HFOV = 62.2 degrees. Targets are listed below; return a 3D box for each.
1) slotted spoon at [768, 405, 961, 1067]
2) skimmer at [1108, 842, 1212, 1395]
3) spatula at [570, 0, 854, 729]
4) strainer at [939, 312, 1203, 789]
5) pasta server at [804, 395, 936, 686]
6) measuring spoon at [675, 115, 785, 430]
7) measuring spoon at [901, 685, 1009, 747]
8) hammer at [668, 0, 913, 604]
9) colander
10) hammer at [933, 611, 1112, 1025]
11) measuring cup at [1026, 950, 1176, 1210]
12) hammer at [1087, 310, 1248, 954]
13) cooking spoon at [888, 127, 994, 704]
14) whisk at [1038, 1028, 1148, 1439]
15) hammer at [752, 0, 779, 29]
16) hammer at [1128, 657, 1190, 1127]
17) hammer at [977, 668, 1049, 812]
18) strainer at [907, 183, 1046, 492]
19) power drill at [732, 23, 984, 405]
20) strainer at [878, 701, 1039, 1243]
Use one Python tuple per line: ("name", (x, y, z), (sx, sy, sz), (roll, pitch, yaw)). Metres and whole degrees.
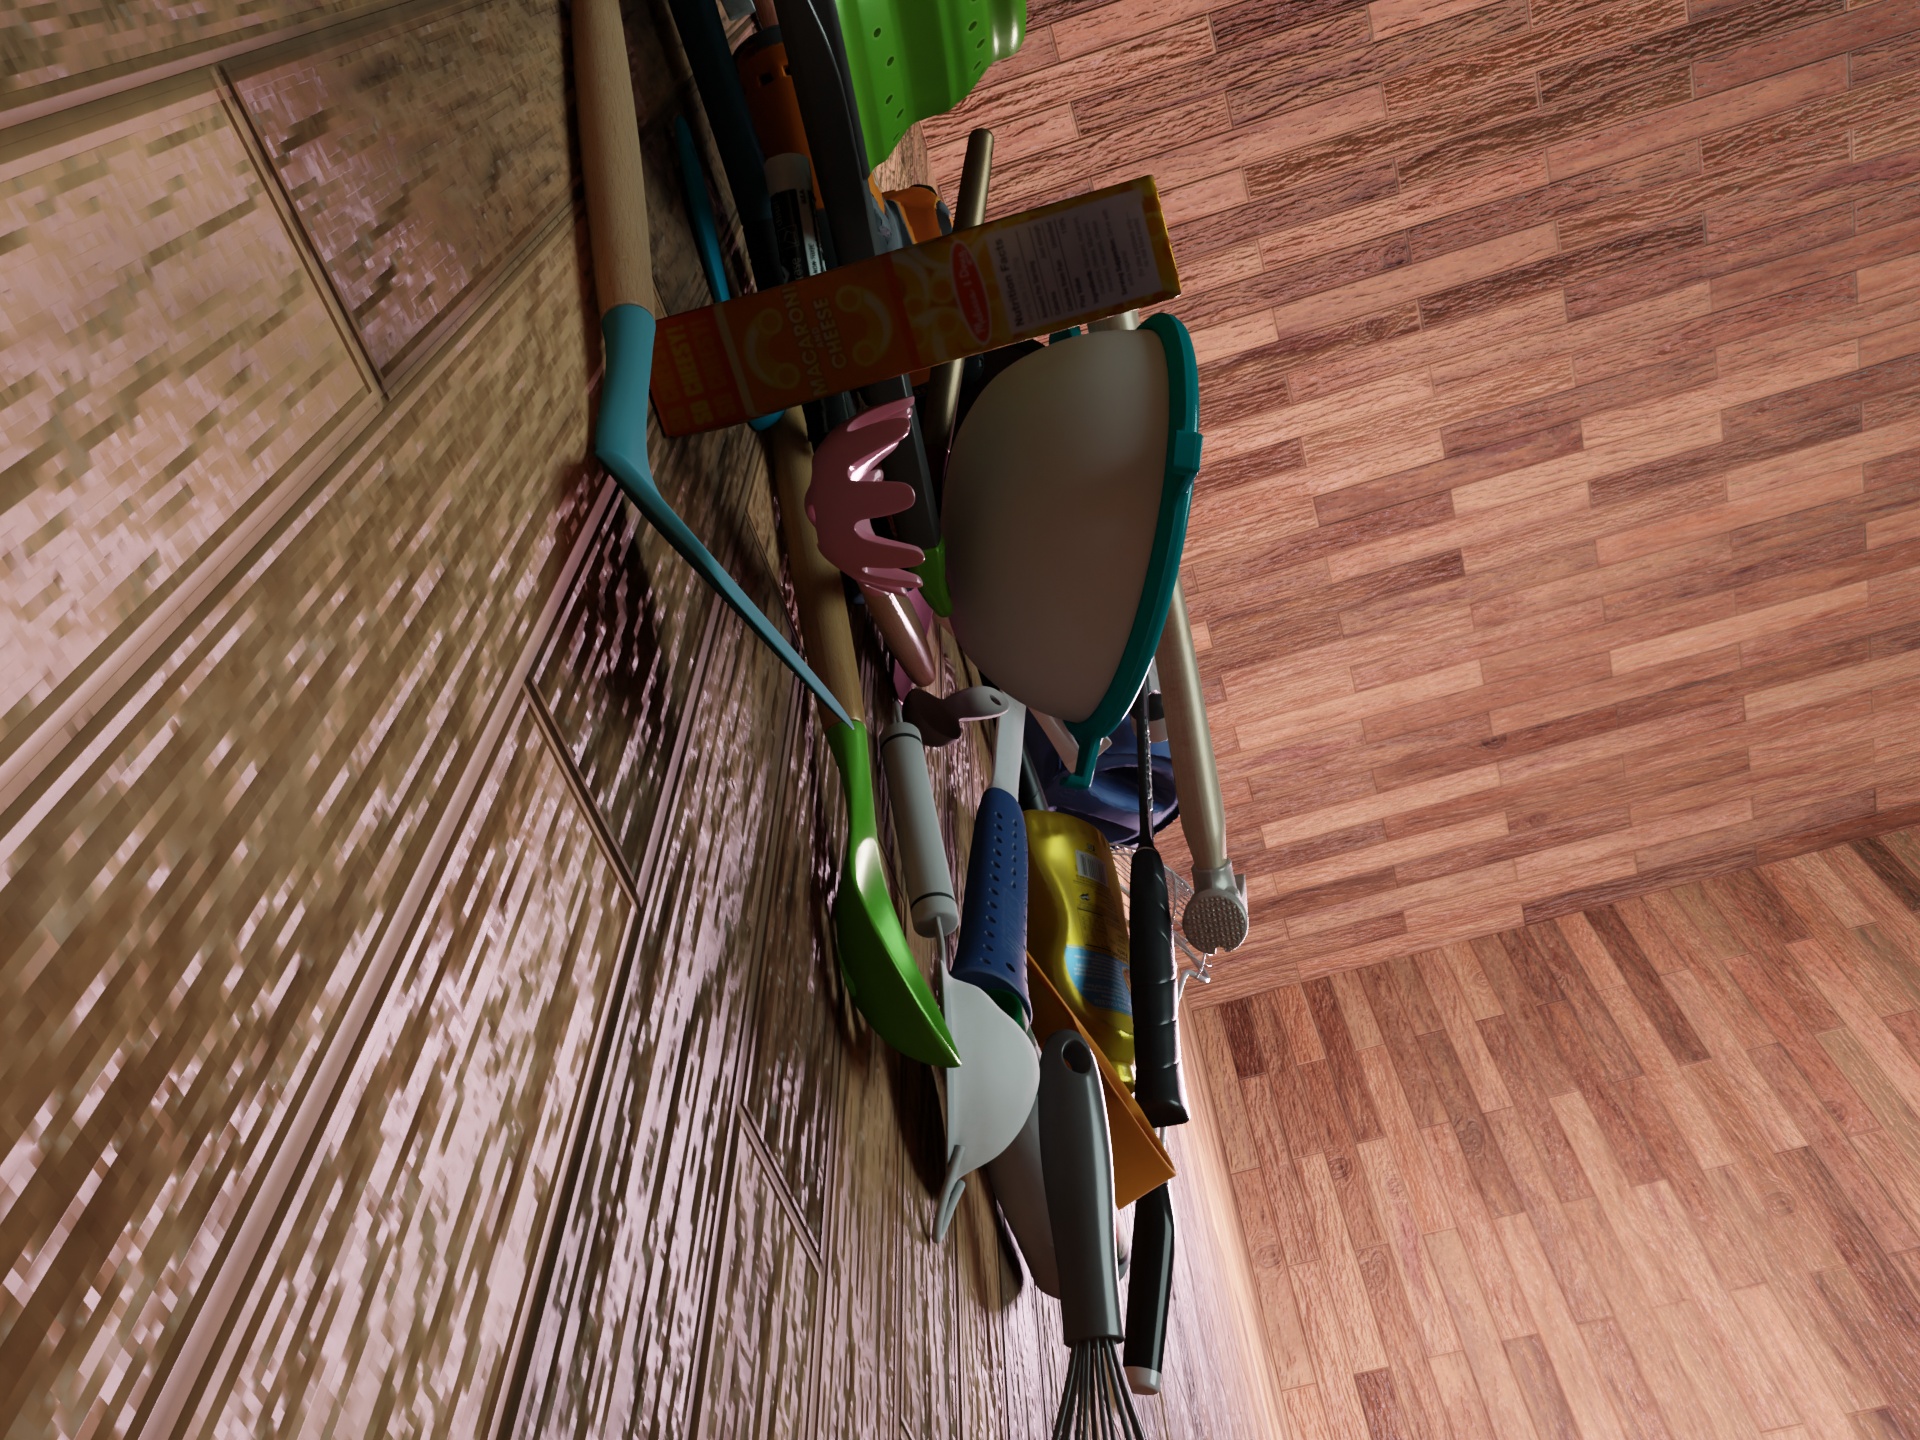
("slotted spoon", (-0.047, -0.016, 0.594), (0.070, 0.031, 0.314), (63, 11, -57))
("skimmer", (0.105, 0.237, 1.009), (0.127, 0.090, 0.364), (37, 47, -32))
("spatula", (-0.089, -0.138, 0.466), (0.082, 0.044, 0.318), (52, 21, -57))
("strainer", (0.036, -0.138, 0.825), (0.341, 0.095, 0.210), (-95, -164, -52))
("pasta server", (-0.023, -0.051, 0.640), (0.316, 0.040, 0.060), (68, 18, -79))
("measuring spoon", (-0.089, -0.181, 0.635), (0.042, 0.021, 0.128), (-28, 104, -83))
("measuring spoon", (-0.001, -0.003, 0.835), (0.034, 0.018, 0.124), (49, 19, 10))
("hammer", (-0.083, -0.207, 0.703), (0.128, 0.033, 0.331), (-77, 151, -73))
("colander", (-0.013, -0.235, 0.650), (0.205, 0.094, 0.396), (-101, 178, -66))
("hammer", (0.028, 0.045, 0.866), (0.144, 0.035, 0.406), (46, 19, -15))
("measuring cup", (0.037, 0.165, 0.790), (0.174, 0.052, 0.095), (54, 0, 25))
("hammer", (0.127, -0.071, 0.985), (0.146, 0.038, 0.410), (-29, 109, -78))
("cooking spoon", (-0.010, -0.164, 0.826), (0.068, 0.017, 0.319), (60, 37, -74))
("whisk", (0.046, 0.228, 0.586), (0.055, 0.055, 0.239), (64, 19, -55))
("hammer", (-0.100, -0.415, 1.028), (0.331, 0.031, 0.130), (64, 12, -52))
("hammer", (0.117, 0.075, 0.988), (0.409, 0.036, 0.149), (-85, 162, -49))
("hammer", (0.042, 0.034, 1.132), (0.146, 0.035, 0.335), (-19, 94, -82))
("strainer", (-0.009, -0.218, 0.995), (0.069, 0.151, 0.256), (-10, 83, -48))
("power drill", (-0.051, -0.245, 0.858), (0.226, 0.084, 0.164), (26, 51, -76))
("strainer", (-0.007, 0.083, 0.635), (0.086, 0.050, 0.259), (89, -9, -46))
